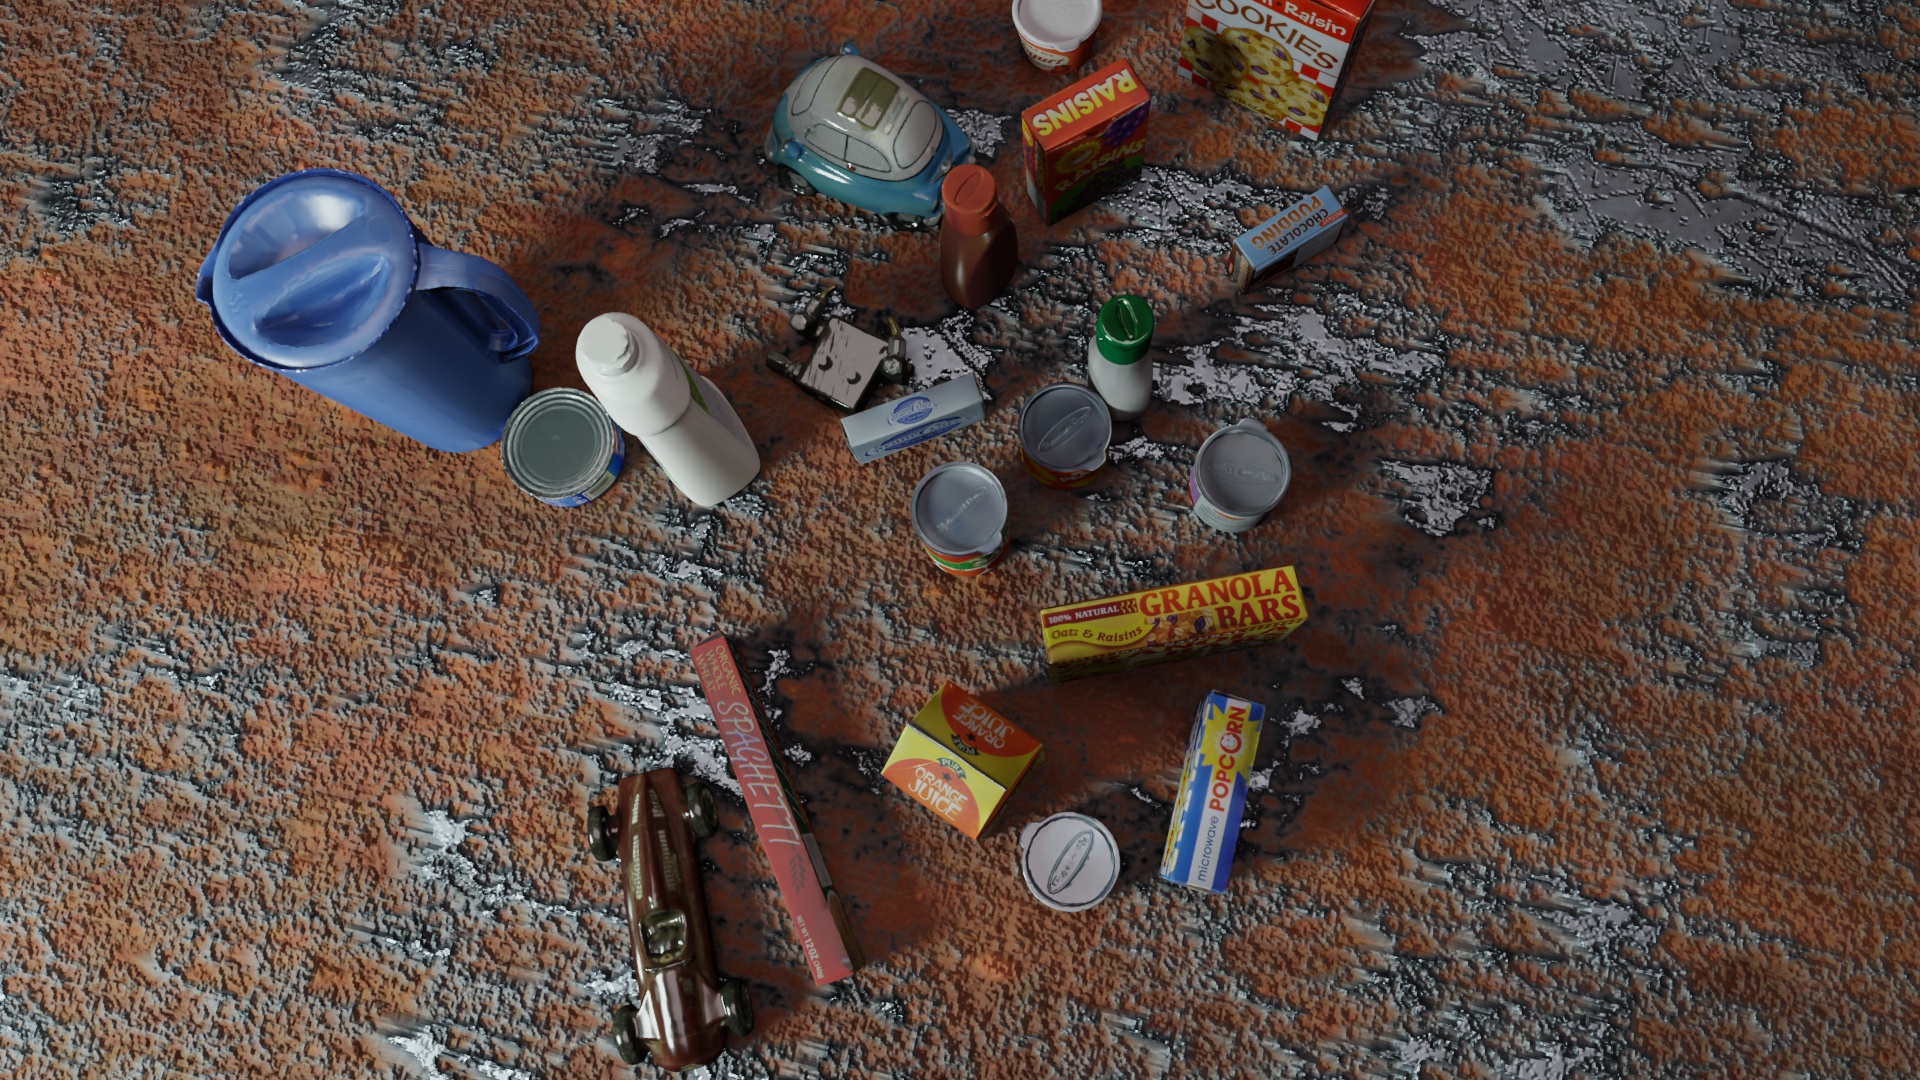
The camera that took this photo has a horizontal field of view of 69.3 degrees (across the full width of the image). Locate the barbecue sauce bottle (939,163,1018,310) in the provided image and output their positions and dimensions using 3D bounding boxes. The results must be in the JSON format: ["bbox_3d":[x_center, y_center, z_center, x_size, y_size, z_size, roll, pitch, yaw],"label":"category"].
[{"bbox_3d":[0.011,-0.218,0.990,0.044,0.148,0.065,37,83,10],"label":"barbecue sauce bottle"}]

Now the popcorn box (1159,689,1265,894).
[{"bbox_3d":[0.167,0.169,0.927,0.038,0.085,0.127,13,79,7],"label":"popcorn box"}]

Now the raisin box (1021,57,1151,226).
[{"bbox_3d":[0.090,-0.287,1.012,0.086,0.123,0.040,-28,78,-2],"label":"raisin box"}]

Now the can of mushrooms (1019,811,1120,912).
[{"bbox_3d":[0.073,0.217,0.949,0.071,0.033,0.071,-1,78,4],"label":"can of mushrooms"}]

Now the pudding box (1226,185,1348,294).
[{"bbox_3d":[0.241,-0.221,1.025,0.084,0.049,0.030,-31,78,-3],"label":"pudding box"}]

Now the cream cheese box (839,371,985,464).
[{"bbox_3d":[-0.033,-0.088,1.013,0.104,0.053,0.024,-20,78,0],"label":"cream cheese box"}]

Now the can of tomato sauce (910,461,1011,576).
[{"bbox_3d":[0.003,-0.012,0.979,0.071,0.083,0.071,-1,78,4],"label":"can of tomato sauce"}]

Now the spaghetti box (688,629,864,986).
[{"bbox_3d":[-0.128,0.183,0.962,0.029,0.050,0.250,-24,77,-1],"label":"spaghetti box"}]

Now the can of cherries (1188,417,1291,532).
[{"bbox_3d":[0.198,-0.045,0.985,0.071,0.058,0.071,-1,78,4],"label":"can of cherries"}]

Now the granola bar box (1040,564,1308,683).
[{"bbox_3d":[0.138,0.057,0.933,0.166,0.124,0.039,-10,78,2],"label":"granola bar box"}]

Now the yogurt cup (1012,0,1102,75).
[{"bbox_3d":[0.075,-0.398,1.073,0.072,0.054,0.072,-1,78,4],"label":"yogurt cup"}]

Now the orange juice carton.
[{"bbox_3d":[0.004,0.143,0.889,0.072,0.192,0.073,34,83,10],"label":"orange juice carton"}]

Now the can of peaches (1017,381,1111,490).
[{"bbox_3d":[0.076,-0.072,1.000,0.071,0.058,0.071,-1,78,4],"label":"can of peaches"}]

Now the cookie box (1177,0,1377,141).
[{"bbox_3d":[0.224,-0.366,0.998,0.123,0.167,0.040,30,82,10],"label":"cookie box"}]

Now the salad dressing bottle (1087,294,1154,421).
[{"bbox_3d":[0.112,-0.126,0.963,0.044,0.147,0.064,-16,78,1],"label":"salad dressing bottle"}]
